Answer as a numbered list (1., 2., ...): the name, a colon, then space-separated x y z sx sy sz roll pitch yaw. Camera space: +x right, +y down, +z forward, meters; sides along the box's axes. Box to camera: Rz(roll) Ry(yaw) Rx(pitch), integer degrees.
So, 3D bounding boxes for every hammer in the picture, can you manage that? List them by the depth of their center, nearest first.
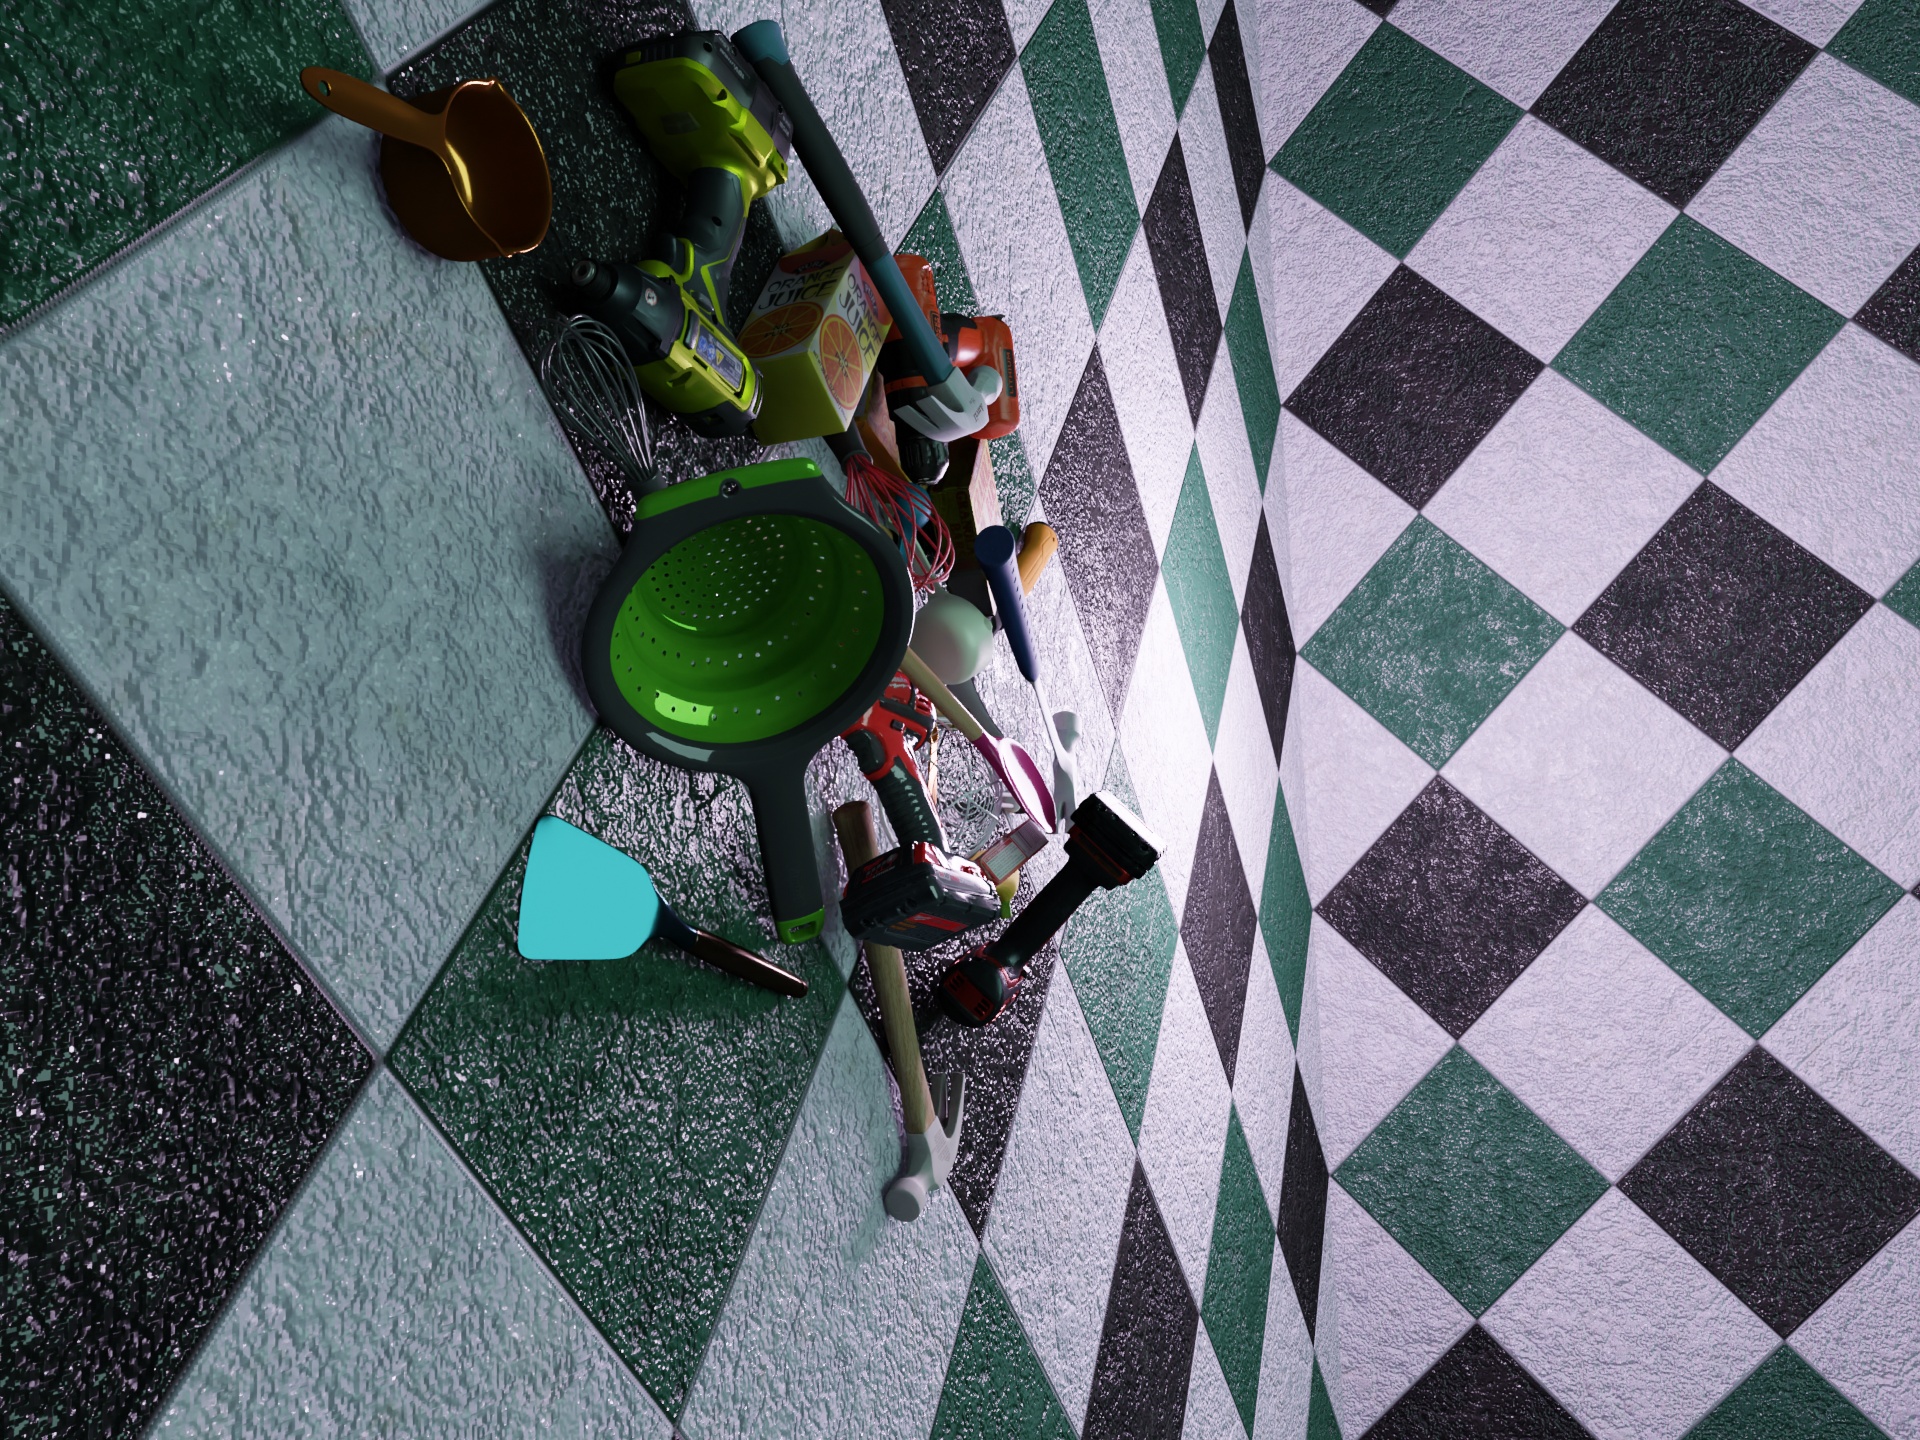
1. hammer: -0.068 -0.351 1.161 0.330 0.033 0.128 59 33 -25
2. hammer: -0.052 0.222 1.272 0.130 0.031 0.331 -42 124 -62
3. hammer: 0.069 -0.036 1.468 0.405 0.035 0.144 68 21 -57
4. hammer: 0.046 -0.109 1.563 0.127 0.034 0.337 67 26 -22

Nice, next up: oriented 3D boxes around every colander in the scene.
1. colander: -0.135 -0.012 1.035 0.095 0.204 0.396 -121 -160 -45

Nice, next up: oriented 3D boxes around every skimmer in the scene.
1. skimmer: 0.009 0.069 1.438 0.363 0.090 0.127 20 74 -79

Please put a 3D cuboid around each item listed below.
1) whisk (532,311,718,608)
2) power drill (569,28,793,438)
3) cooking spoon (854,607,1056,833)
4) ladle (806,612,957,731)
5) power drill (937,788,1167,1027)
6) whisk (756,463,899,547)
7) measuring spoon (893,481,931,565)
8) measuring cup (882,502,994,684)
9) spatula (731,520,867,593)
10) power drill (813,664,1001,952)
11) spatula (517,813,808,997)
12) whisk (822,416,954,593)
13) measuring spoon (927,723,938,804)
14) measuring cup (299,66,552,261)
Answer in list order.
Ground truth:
1. whisk: -0.199 -0.151 0.980 0.238 0.055 0.055 69 27 -45
2. power drill: -0.179 -0.316 1.018 0.171 0.080 0.223 37 55 -62
3. cooking spoon: -0.002 -0.004 1.261 0.318 0.017 0.069 47 31 -41
4. ladle: -0.059 -0.040 1.310 0.069 0.031 0.315 -55 154 -3
5. power drill: 0.077 0.169 1.395 0.080 0.226 0.188 42 7 9
6. whisk: -0.101 -0.157 1.229 0.047 0.051 0.245 -58 163 7
7. measuring spoon: -0.040 -0.133 1.320 0.042 0.021 0.128 -4 101 -60
8. measuring cup: -0.033 -0.105 1.360 0.038 0.083 0.167 -41 107 -43
9. spatula: -0.109 -0.105 1.218 0.315 0.018 0.060 35 63 -62
10. power drill: -0.055 0.052 1.181 0.143 0.078 0.220 26 42 -56
11. spatula: -0.172 0.141 1.011 0.317 0.044 0.082 48 42 -63
12. whisk: -0.069 -0.174 1.136 0.073 0.073 0.296 63 0 -42
13. measuring spoon: -0.029 0.059 1.393 0.021 0.011 0.117 25 66 -68
14. measuring cup: -0.279 -0.286 0.798 0.173 0.052 0.095 0 86 -66
